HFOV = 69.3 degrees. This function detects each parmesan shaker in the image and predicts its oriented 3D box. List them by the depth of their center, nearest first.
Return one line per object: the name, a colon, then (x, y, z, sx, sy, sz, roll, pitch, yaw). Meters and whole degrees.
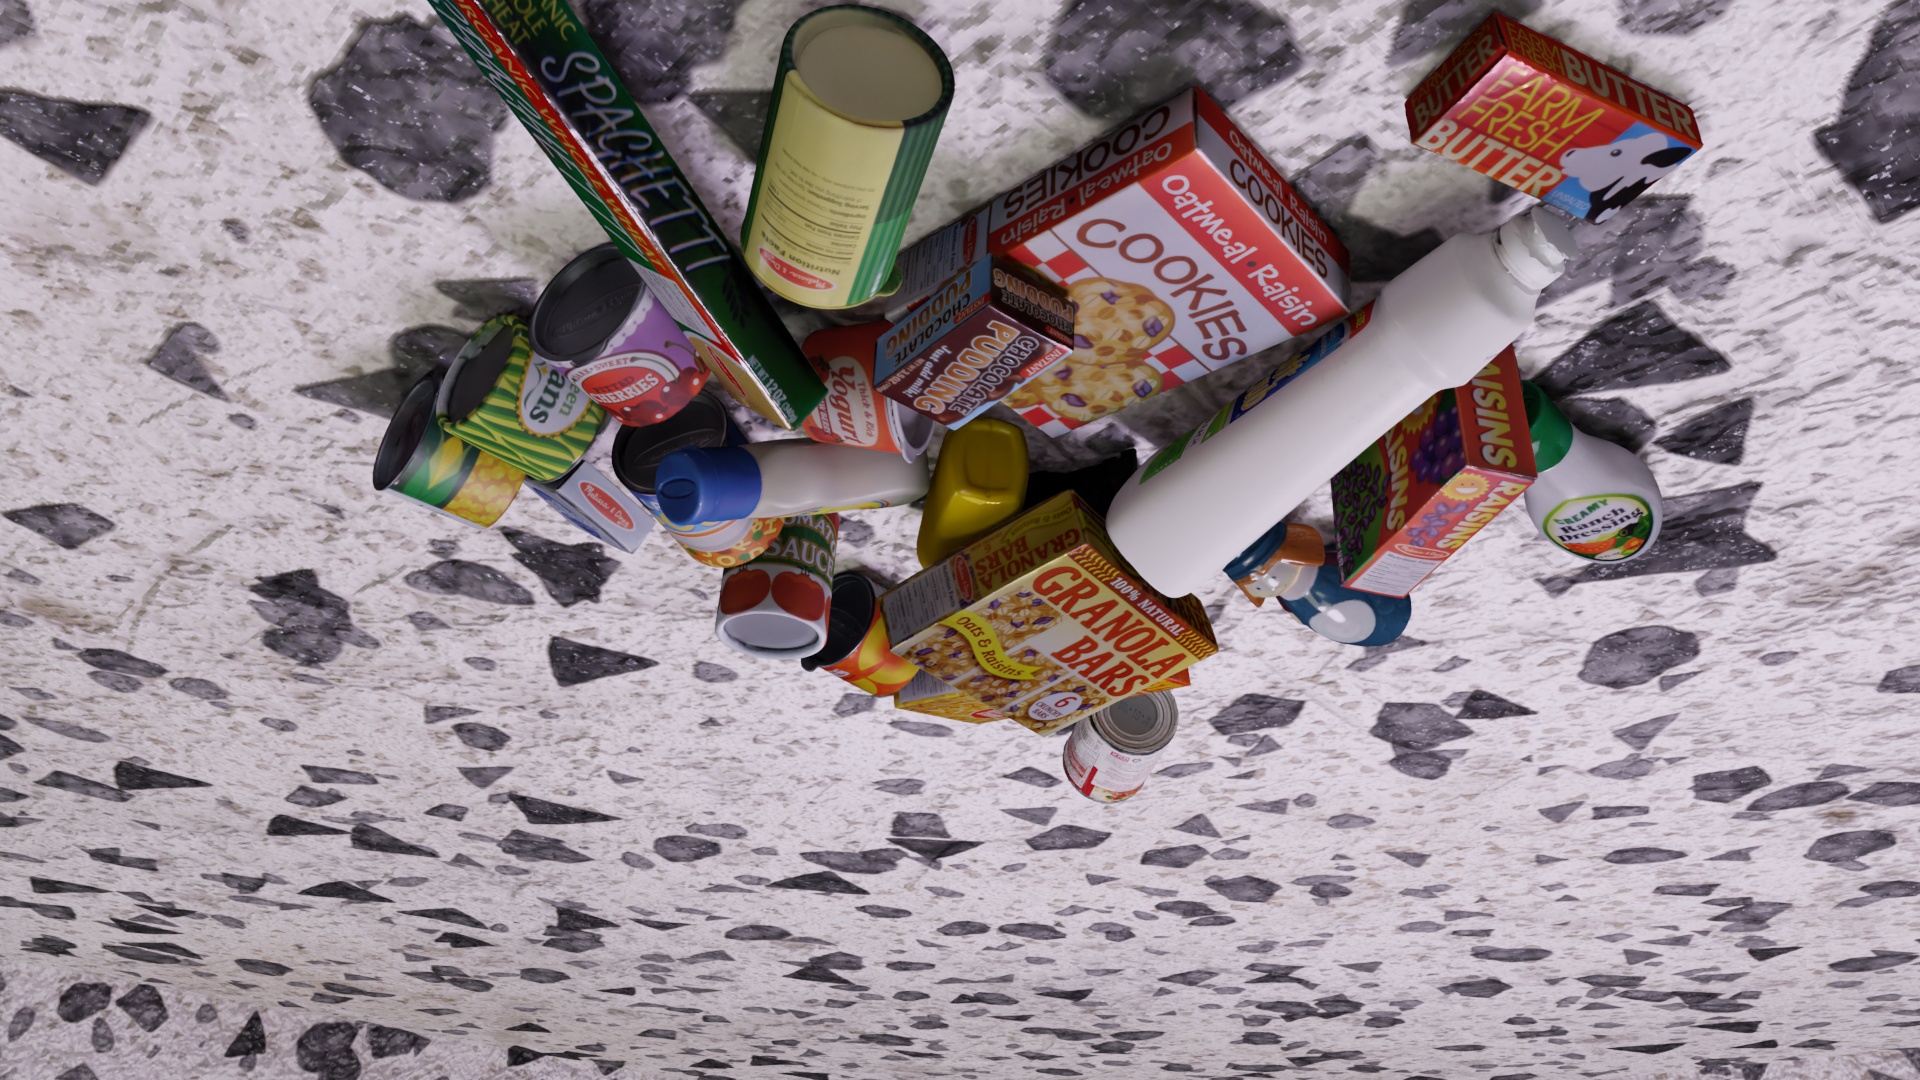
parmesan shaker: (-0.044, -0.148, 0.547, 0.071, 0.071, 0.102, 10, 148, -13)

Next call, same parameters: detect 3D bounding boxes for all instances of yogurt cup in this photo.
yogurt cup: (-0.046, -0.075, 0.676, 0.054, 0.073, 0.072, 2, 150, 17)

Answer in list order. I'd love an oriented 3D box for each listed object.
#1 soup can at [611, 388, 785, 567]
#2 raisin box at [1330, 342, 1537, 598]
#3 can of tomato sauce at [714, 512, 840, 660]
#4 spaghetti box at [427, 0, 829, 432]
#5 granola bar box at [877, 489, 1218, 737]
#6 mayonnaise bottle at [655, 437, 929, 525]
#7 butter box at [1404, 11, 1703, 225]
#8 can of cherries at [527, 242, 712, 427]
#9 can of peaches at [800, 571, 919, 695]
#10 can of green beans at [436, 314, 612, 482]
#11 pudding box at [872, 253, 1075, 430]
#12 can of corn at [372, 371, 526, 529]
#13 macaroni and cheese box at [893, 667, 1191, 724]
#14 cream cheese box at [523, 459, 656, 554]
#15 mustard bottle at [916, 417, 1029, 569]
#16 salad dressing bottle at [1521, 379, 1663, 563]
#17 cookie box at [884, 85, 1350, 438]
soup can: (-0.139, -0.030, 0.751, 0.071, 0.071, 0.083, -7, 148, 15)
raisin box: (0.233, -0.037, 0.696, 0.040, 0.086, 0.122, 10, 149, -10)
can of tomato sauce: (-0.106, 0.019, 0.820, 0.071, 0.083, 0.071, 2, 150, 1)
spaghetti box: (-0.130, -0.138, 0.561, 0.050, 0.029, 0.249, 29, 161, 40)
granola bar box: (0.052, 0.046, 0.771, 0.124, 0.039, 0.165, -29, 143, 20)
mayonnaise bottle: (-0.085, -0.032, 0.708, 0.064, 0.041, 0.148, -4, -177, 41)
butter box: (0.231, -0.162, 0.543, 0.103, 0.024, 0.053, 16, 148, -21)
can of cherries: (-0.156, -0.093, 0.645, 0.071, 0.072, 0.058, -12, 147, 23)
can of peaches: (-0.064, 0.063, 0.906, 0.071, 0.071, 0.058, -20, 144, 33)
can of green beans: (-0.217, -0.071, 0.693, 0.071, 0.071, 0.057, -21, 142, 34)
pudding box: (0.005, -0.085, 0.608, 0.049, 0.030, 0.083, 24, 144, -32)
can of corn: (-0.268, -0.048, 0.739, 0.058, 0.071, 0.071, 27, 141, -36)
macaroni and cheese box: (0.055, 0.088, 0.939, 0.166, 0.040, 0.123, -14, 162, 25)
cream cheese box: (-0.206, -0.024, 0.751, 0.053, 0.024, 0.104, 46, 165, -30)
mustard bottle: (0.003, -0.010, 0.787, 0.049, 0.065, 0.159, 7, 155, -6)
salad dressing bottle: (0.320, -0.036, 0.733, 0.064, 0.044, 0.147, -25, 140, 36)
cookie box: (0.070, -0.116, 0.621, 0.167, 0.040, 0.123, -21, 142, 36)
